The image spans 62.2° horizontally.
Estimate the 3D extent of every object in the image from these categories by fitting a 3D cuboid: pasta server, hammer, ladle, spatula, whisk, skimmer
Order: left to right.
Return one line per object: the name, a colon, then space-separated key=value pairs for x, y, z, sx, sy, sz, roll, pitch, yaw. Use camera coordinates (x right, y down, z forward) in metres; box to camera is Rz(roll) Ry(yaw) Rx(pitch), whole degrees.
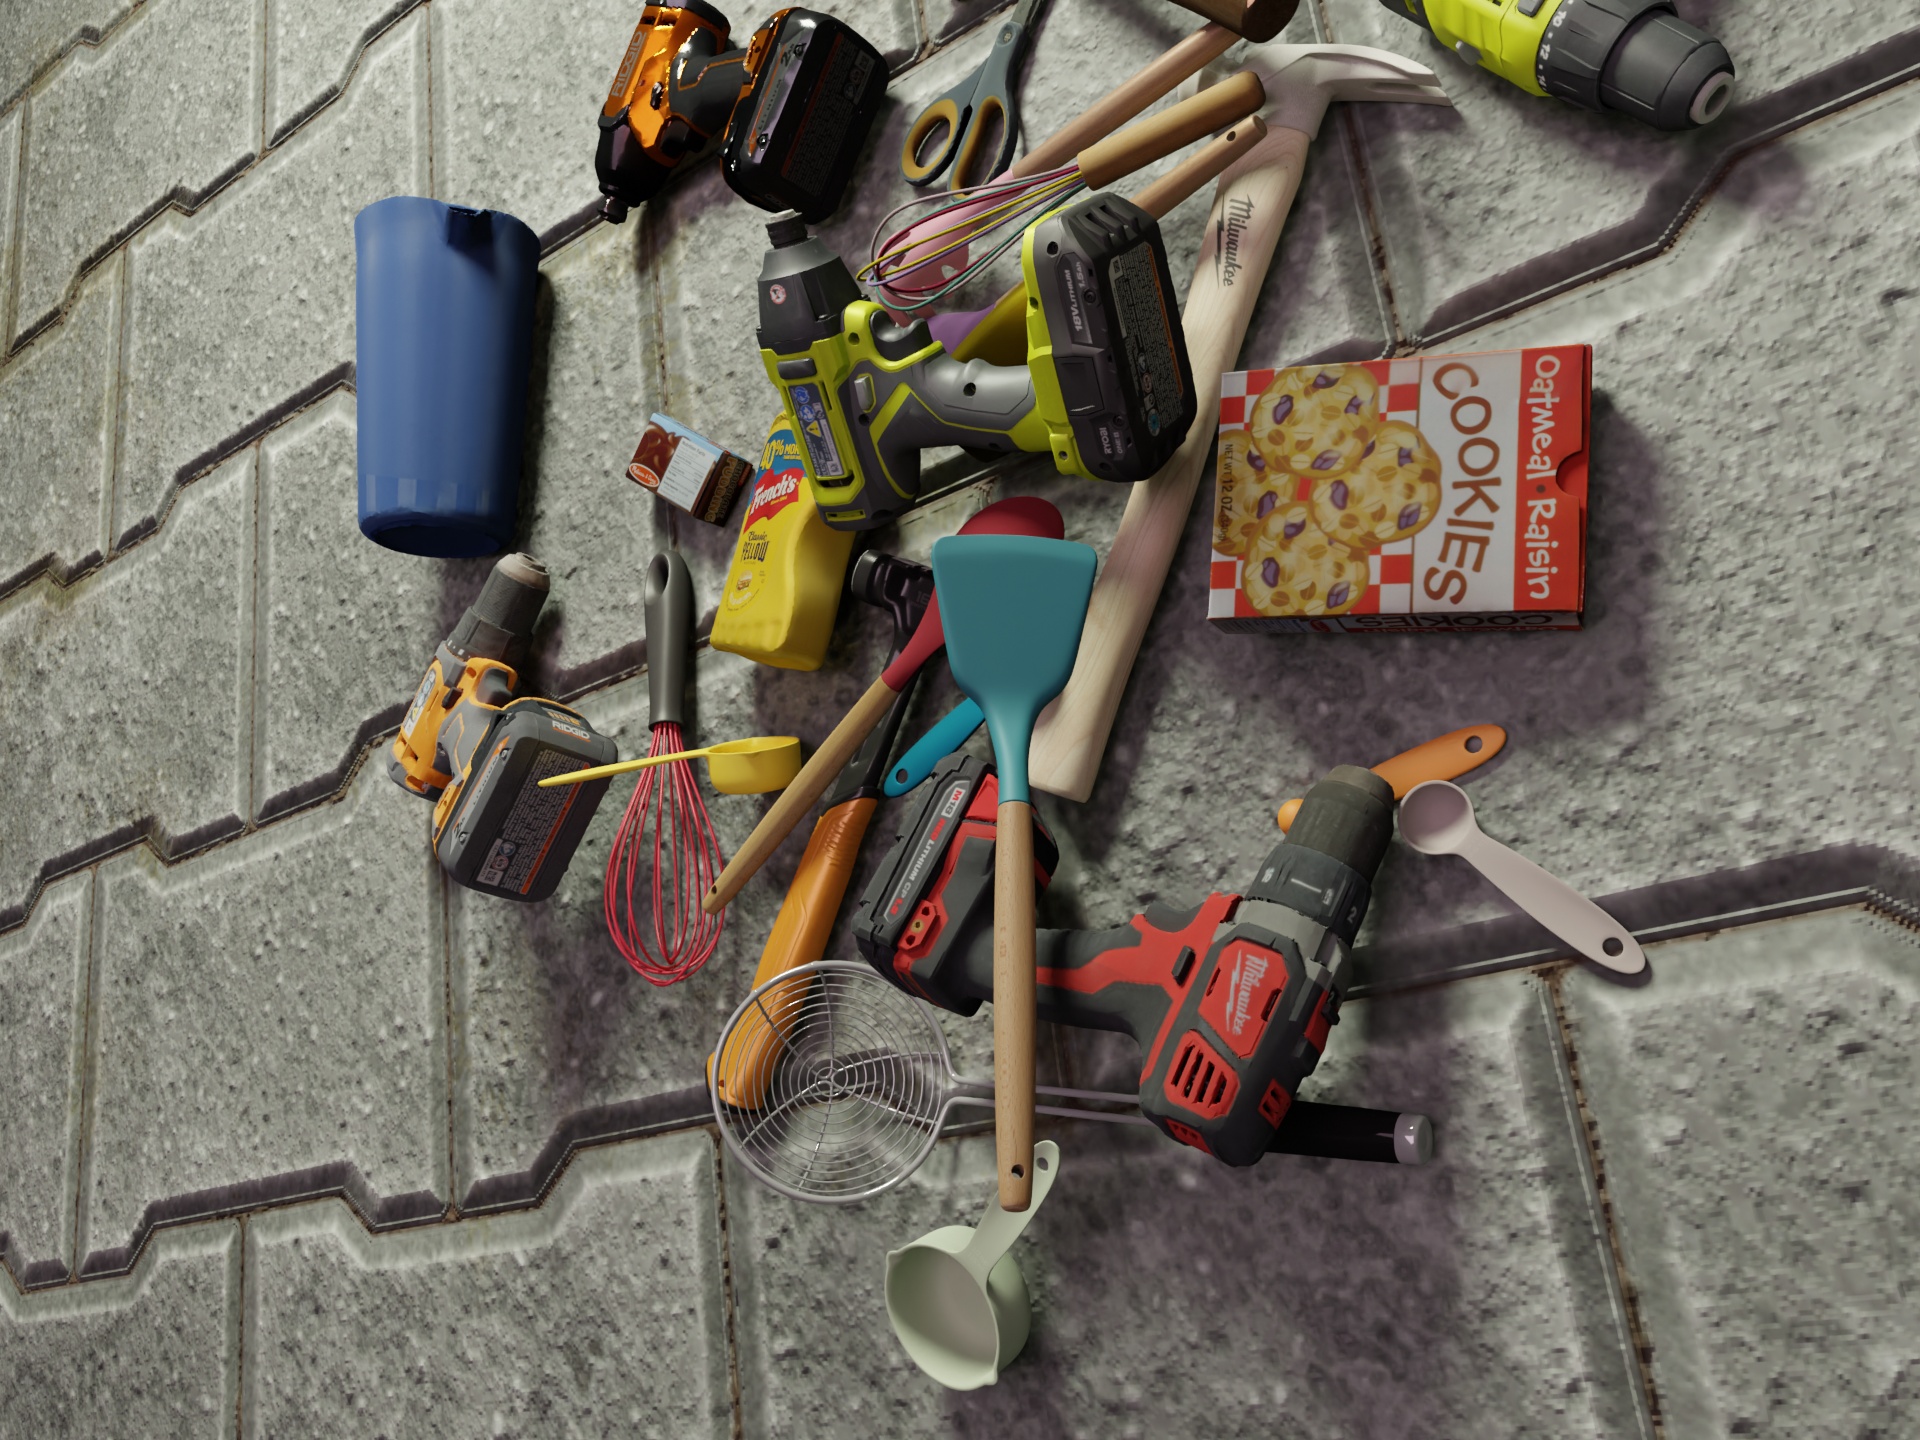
whisk: x=-0.187 y=0.022 z=1.006 sx=0.073 sy=0.073 sz=0.296 roll=-19 pitch=62 yaw=31
hammer: x=-0.066 y=0.073 z=0.918 sx=0.127 sy=0.034 sz=0.337 roll=25 pitch=94 yaw=38
ladle: x=-0.054 y=-0.002 z=0.889 sx=0.315 sy=0.031 sz=0.069 roll=-50 pitch=47 yaw=19
spatula: x=0.024 y=0.058 z=0.723 sx=0.082 sy=0.044 sz=0.318 roll=3 pitch=61 yaw=-5
spatula: x=0.042 y=-0.244 z=0.892 sx=0.316 sy=0.018 sz=0.060 roll=-26 pitch=68 yaw=41
skimmer: x=0.039 y=0.187 z=0.778 sx=0.363 sy=0.090 sz=0.127 roll=-3 pitch=75 yaw=35
whisk: x=0.048 y=-0.285 z=0.860 sx=0.245 sy=0.047 sz=0.051 roll=-19 pitch=67 yaw=25
pasta server: x=0.059 y=-0.315 z=0.891 sx=0.316 sy=0.040 sz=0.060 roll=-25 pitch=61 yaw=36
hammer: x=0.086 y=-0.432 z=0.879 sx=0.130 sy=0.031 sz=0.332 roll=-52 pitch=41 yaw=13
hammer: x=0.124 y=-0.153 z=0.831 sx=0.146 sy=0.038 sz=0.410 roll=19 pitch=91 yaw=36

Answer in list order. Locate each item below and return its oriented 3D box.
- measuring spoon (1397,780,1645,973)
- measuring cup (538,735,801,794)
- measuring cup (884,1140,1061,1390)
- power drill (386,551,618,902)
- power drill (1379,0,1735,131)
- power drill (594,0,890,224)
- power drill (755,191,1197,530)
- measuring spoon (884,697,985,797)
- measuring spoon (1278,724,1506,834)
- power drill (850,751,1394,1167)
measuring spoon: x=0.248 y=0.071 z=0.705 sx=0.124 sy=0.018 sz=0.034 roll=40 pitch=97 yaw=28
measuring cup: x=-0.172 y=0.035 z=0.951 sx=0.156 sy=0.062 sz=0.029 roll=-9 pitch=98 yaw=-6
measuring cup: x=0.019 y=0.259 z=0.783 sx=0.083 sy=0.038 sz=0.167 roll=42 pitch=122 yaw=26
power drill: x=-0.304 y=-0.002 z=1.064 sx=0.226 sy=0.084 sz=0.185 roll=37 pitch=102 yaw=52
power drill: x=0.322 y=-0.390 z=0.719 sx=0.228 sy=0.080 sz=0.191 roll=-53 pitch=55 yaw=17
power drill: x=-0.165 y=-0.403 z=1.075 sx=0.227 sy=0.084 sz=0.164 roll=28 pitch=96 yaw=41
power drill: x=-0.004 y=-0.191 z=0.822 sx=0.223 sy=0.080 sz=0.171 roll=0 pitch=119 yaw=35
measuring spoon: x=-0.001 y=-0.003 z=0.851 sx=0.128 sy=0.021 sz=0.042 roll=-44 pitch=59 yaw=18
measuring spoon: x=0.200 y=0.028 z=0.748 sx=0.117 sy=0.011 sz=0.021 roll=-27 pitch=65 yaw=29
power drill: x=0.081 y=0.085 z=0.753 sx=0.227 sy=0.080 sz=0.188 roll=17 pitch=70 yaw=35
